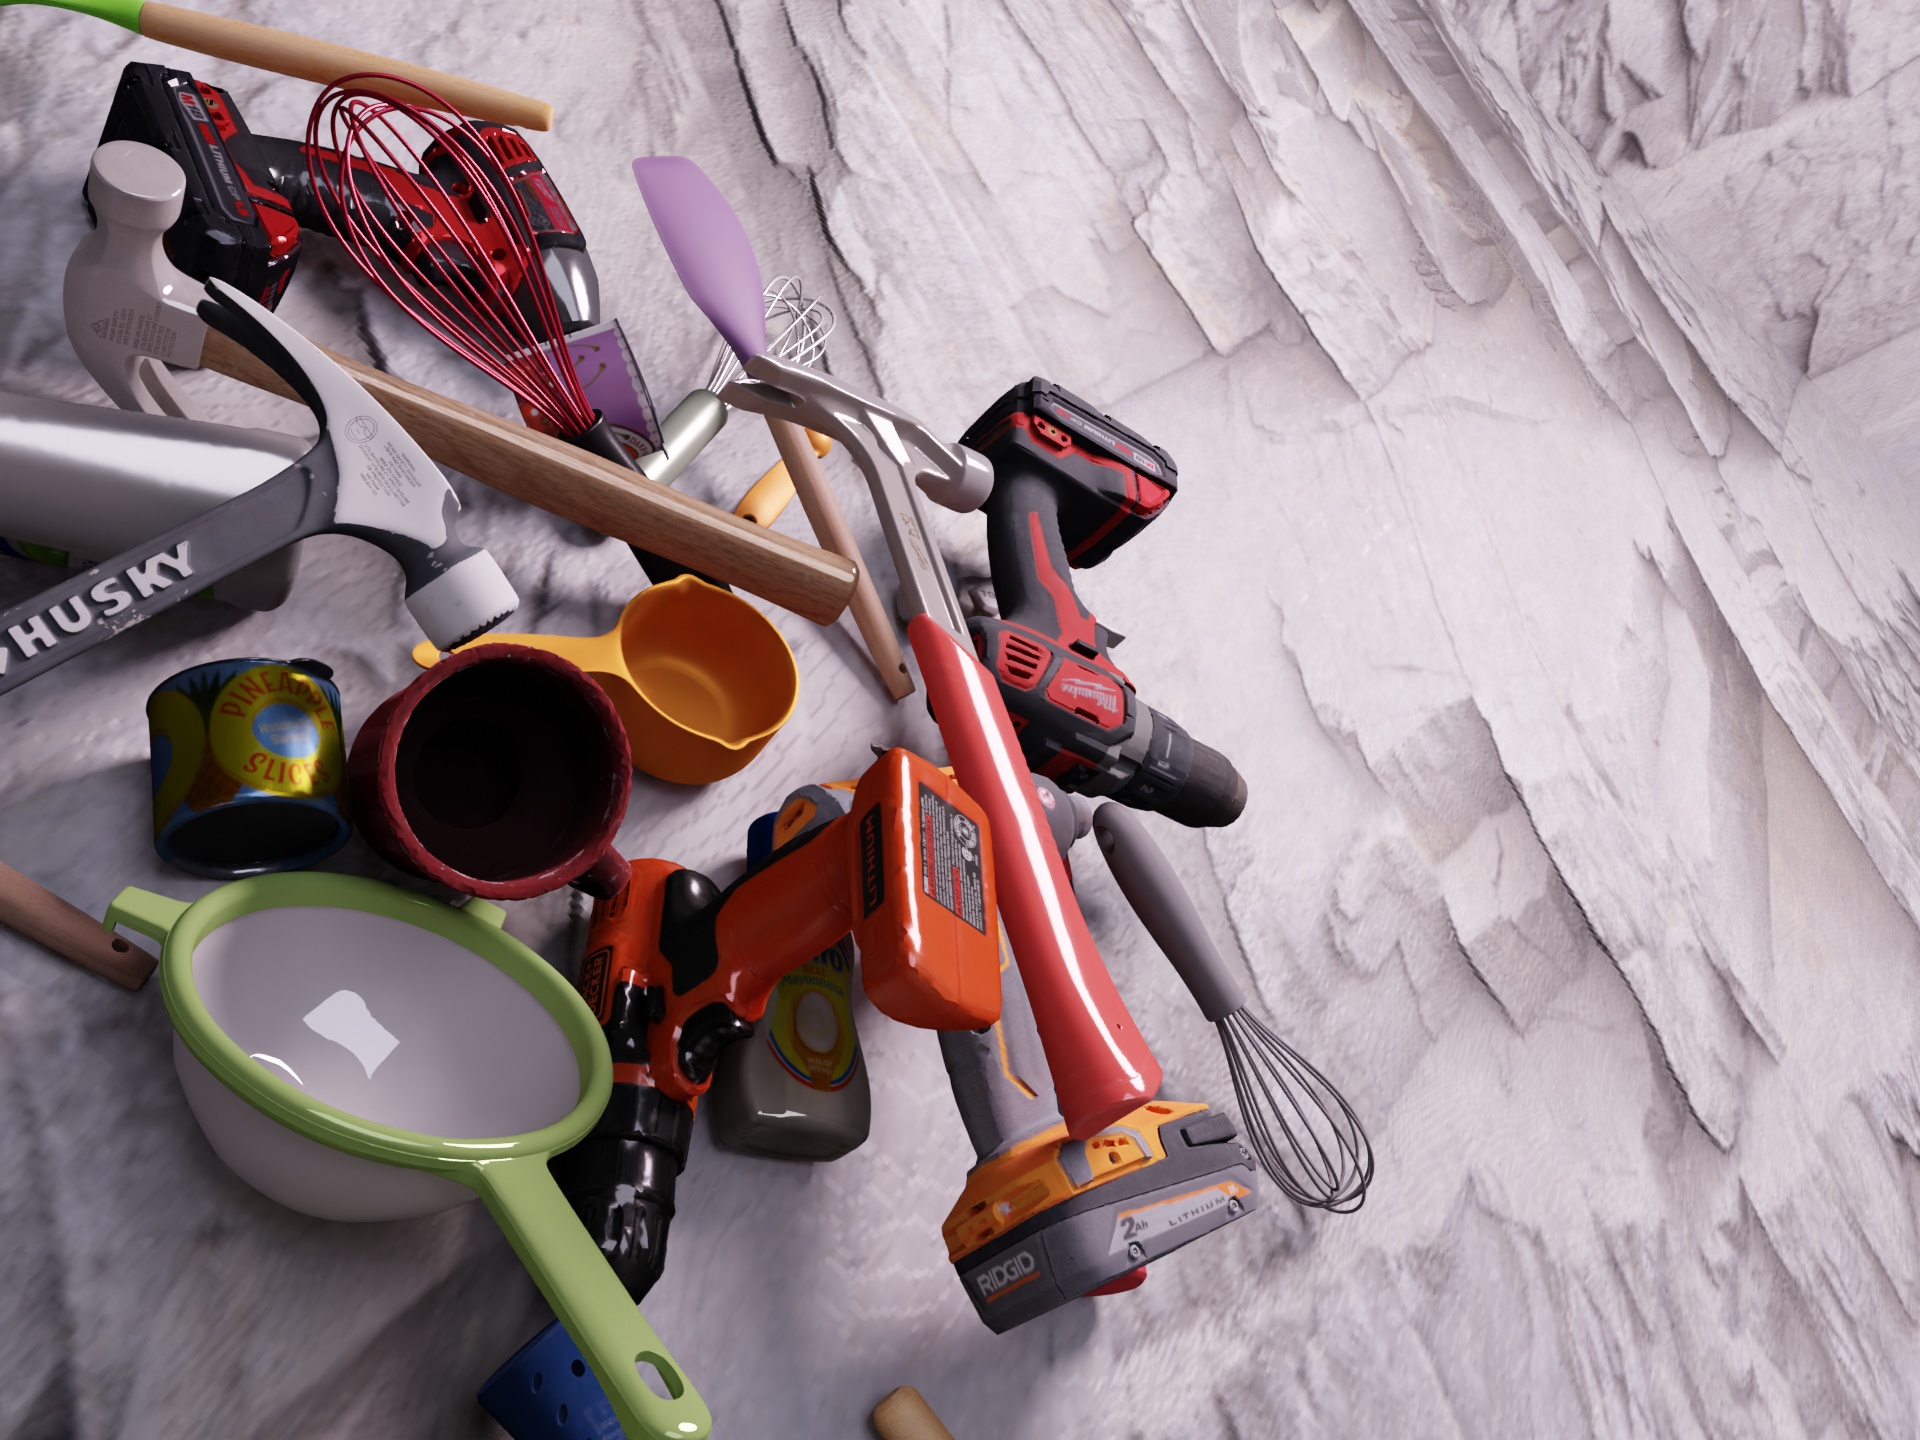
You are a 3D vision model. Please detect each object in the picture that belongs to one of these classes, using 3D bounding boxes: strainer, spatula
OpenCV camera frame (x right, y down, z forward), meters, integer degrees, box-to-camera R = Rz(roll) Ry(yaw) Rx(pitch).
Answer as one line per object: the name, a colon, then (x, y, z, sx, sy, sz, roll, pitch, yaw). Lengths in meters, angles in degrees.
strainer: (-0.166, 0.148, 0.506, 0.257, 0.069, 0.151, 41, 18, 33)
spatula: (-0.092, -0.157, 0.842, 0.060, 0.018, 0.316, -21, 87, -45)

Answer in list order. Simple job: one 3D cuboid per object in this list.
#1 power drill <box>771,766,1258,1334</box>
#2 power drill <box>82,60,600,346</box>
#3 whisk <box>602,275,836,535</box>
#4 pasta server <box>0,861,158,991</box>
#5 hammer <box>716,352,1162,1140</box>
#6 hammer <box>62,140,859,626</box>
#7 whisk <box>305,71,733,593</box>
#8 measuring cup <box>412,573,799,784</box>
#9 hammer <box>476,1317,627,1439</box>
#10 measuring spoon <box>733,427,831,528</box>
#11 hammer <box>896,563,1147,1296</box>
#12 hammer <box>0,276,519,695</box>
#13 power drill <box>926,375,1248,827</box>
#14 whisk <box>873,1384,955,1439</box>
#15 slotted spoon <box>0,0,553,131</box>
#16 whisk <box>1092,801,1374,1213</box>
power drill: (0.031, 0.120, 0.673, 0.164, 0.084, 0.227, -7, 62, -42)
power drill: (-0.274, -0.226, 0.752, 0.219, 0.078, 0.143, -12, 67, -48)
whisk: (-0.133, -0.172, 0.854, 0.059, 0.057, 0.246, 14, 43, 15)
pasta server: (-0.397, -0.005, 0.501, 0.316, 0.040, 0.060, 36, 31, -14)
hammer: (-0.001, -0.002, 0.662, 0.149, 0.036, 0.359, 16, 45, -42)
hammer: (-0.198, -0.112, 0.669, 0.331, 0.130, 0.031, 22, 46, -20)
whisk: (-0.178, -0.144, 0.697, 0.295, 0.073, 0.073, 58, 30, -37)
measuring cup: (-0.158, -0.014, 0.701, 0.173, 0.052, 0.095, 0, 57, -34)
hammer: (-0.019, 0.366, 0.509, 0.405, 0.035, 0.144, 50, 32, 3)
measuring spoon: (-0.097, -0.132, 0.872, 0.021, 0.011, 0.117, 39, 42, -9)
hammer: (0.054, 0.090, 0.806, 0.143, 0.038, 0.387, 16, 50, -33)
hammer: (-0.336, 0.001, 0.469, 0.409, 0.036, 0.149, -38, 101, -34)
power drill: (0.073, -0.055, 0.853, 0.187, 0.080, 0.227, 25, 48, -27)
whisk: (0.052, 0.352, 0.596, 0.245, 0.047, 0.051, 50, 42, 9)
slotted spoon: (-0.346, -0.313, 0.727, 0.313, 0.031, 0.070, 10, 21, -12)
whisk: (0.133, 0.143, 0.794, 0.055, 0.055, 0.239, -34, 92, -49)
